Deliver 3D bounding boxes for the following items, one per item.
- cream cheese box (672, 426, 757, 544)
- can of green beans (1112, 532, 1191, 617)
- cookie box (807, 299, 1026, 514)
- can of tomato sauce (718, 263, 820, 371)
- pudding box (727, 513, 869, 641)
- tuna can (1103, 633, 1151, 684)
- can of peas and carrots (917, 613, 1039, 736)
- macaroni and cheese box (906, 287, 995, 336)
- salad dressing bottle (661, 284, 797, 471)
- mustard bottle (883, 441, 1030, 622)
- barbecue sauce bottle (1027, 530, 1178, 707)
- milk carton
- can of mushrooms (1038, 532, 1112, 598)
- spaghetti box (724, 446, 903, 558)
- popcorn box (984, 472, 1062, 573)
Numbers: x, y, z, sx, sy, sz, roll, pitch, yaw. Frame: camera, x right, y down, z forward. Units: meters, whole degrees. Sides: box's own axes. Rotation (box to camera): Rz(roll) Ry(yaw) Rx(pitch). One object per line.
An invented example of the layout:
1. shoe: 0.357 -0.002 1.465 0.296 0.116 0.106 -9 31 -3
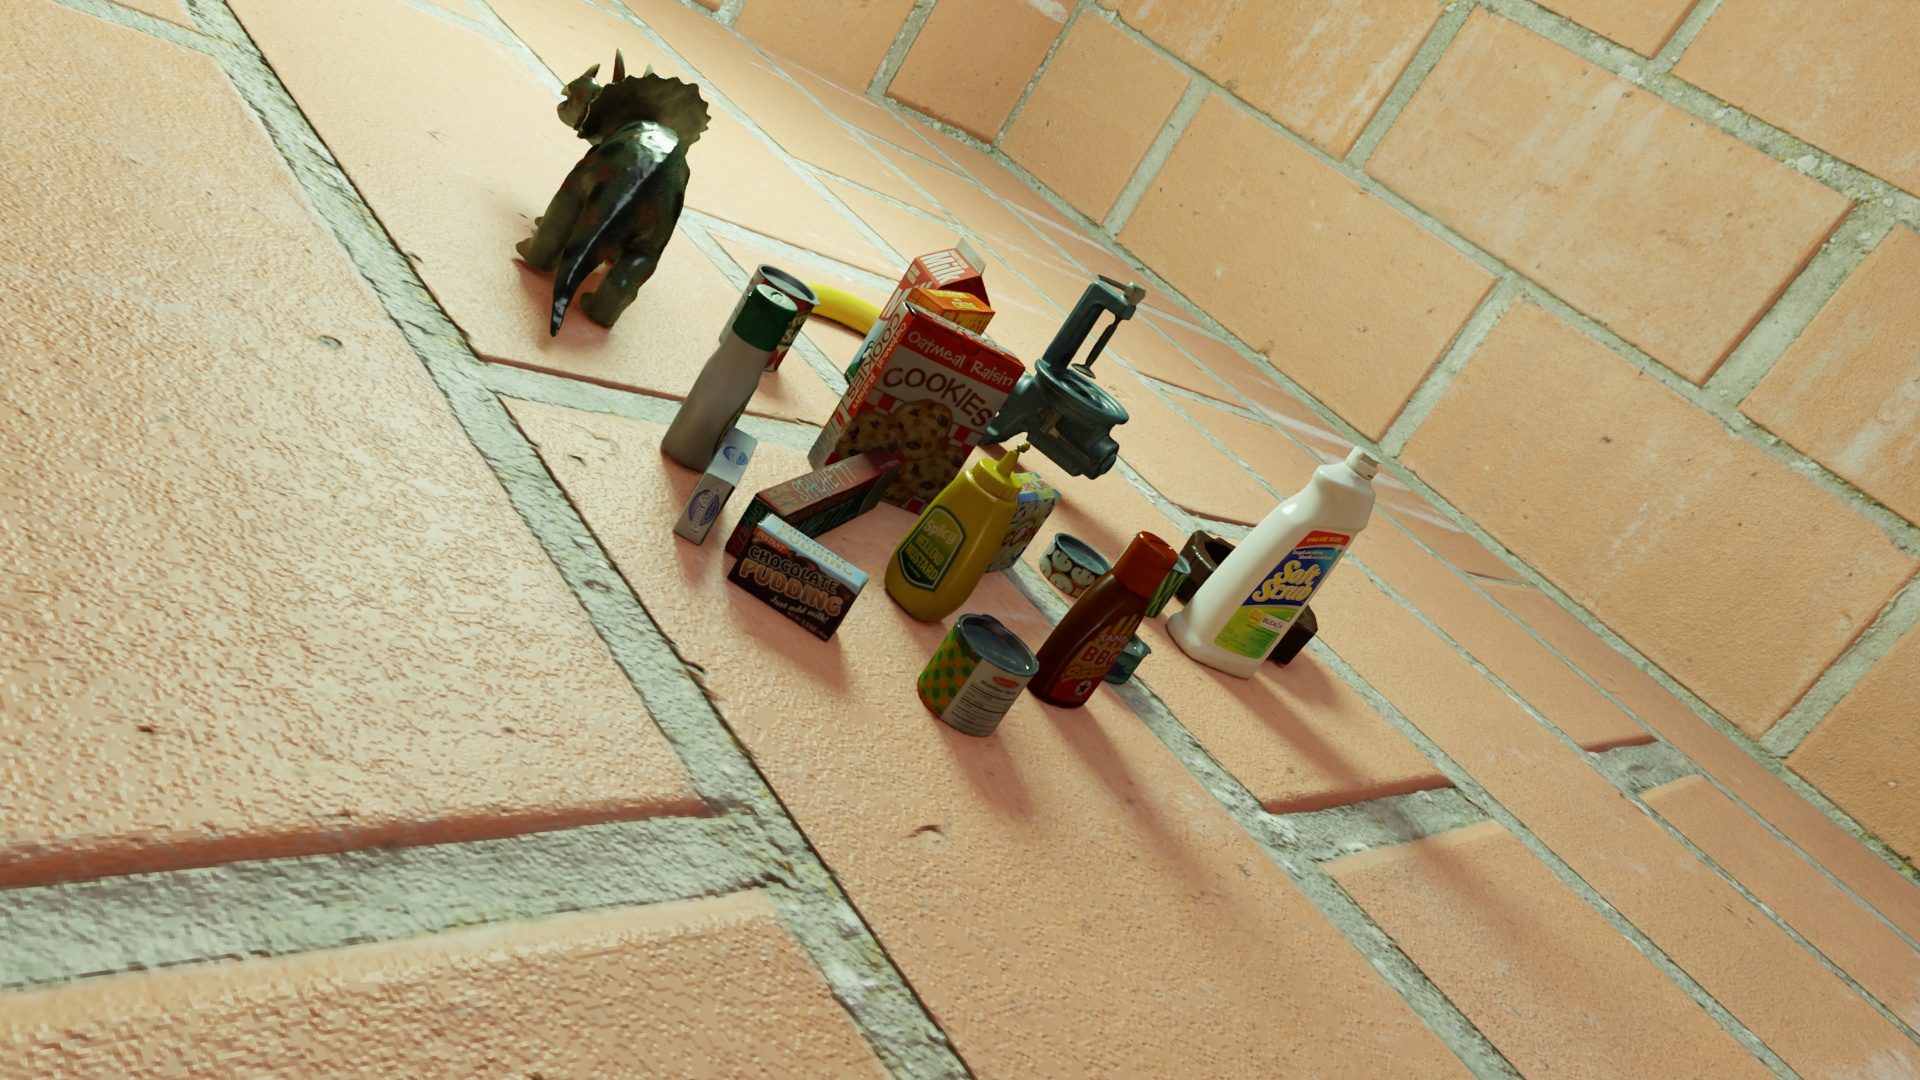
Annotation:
1. cream cheese box: -0.175 -0.041 1.000 0.024 0.053 0.104 30 20 -11
2. can of green beans: 0.186 0.035 1.382 0.071 0.057 0.071 30 20 -12
3. cookie box: -0.038 -0.112 1.212 0.123 0.167 0.040 21 23 -33
4. can of tomato sauce: -0.185 -0.215 1.351 0.071 0.082 0.071 30 20 -12
5. pudding box: -0.111 0.025 0.952 0.084 0.049 0.030 33 19 -2
6. tuna can: 0.126 0.092 1.192 0.071 0.032 0.071 30 20 -12
7. can of peas and carrots: 0.011 0.092 0.970 0.071 0.058 0.071 30 20 -12
8. macaroni and cheese box: -0.047 -0.158 1.309 0.040 0.166 0.124 39 20 15
9. salad dressing bottle: -0.175 -0.123 1.054 0.044 0.147 0.064 30 19 -10
10. mustard bottle: 0.004 -0.013 1.056 0.065 0.159 0.049 44 22 28
11. barbecue sauce bottle: 0.111 0.060 1.067 0.065 0.148 0.044 13 28 -46
12. milk carton: -0.036 -0.220 1.437 0.073 0.190 0.072 19 24 -36
13. can of mushrooms: 0.111 0.027 1.319 0.071 0.033 0.071 30 20 -12
14. spaghetti box: -0.109 -0.031 1.085 0.029 0.050 0.251 36 20 7
15. popcorn box: 0.030 -0.014 1.211 0.038 0.085 0.127 40 20 18
